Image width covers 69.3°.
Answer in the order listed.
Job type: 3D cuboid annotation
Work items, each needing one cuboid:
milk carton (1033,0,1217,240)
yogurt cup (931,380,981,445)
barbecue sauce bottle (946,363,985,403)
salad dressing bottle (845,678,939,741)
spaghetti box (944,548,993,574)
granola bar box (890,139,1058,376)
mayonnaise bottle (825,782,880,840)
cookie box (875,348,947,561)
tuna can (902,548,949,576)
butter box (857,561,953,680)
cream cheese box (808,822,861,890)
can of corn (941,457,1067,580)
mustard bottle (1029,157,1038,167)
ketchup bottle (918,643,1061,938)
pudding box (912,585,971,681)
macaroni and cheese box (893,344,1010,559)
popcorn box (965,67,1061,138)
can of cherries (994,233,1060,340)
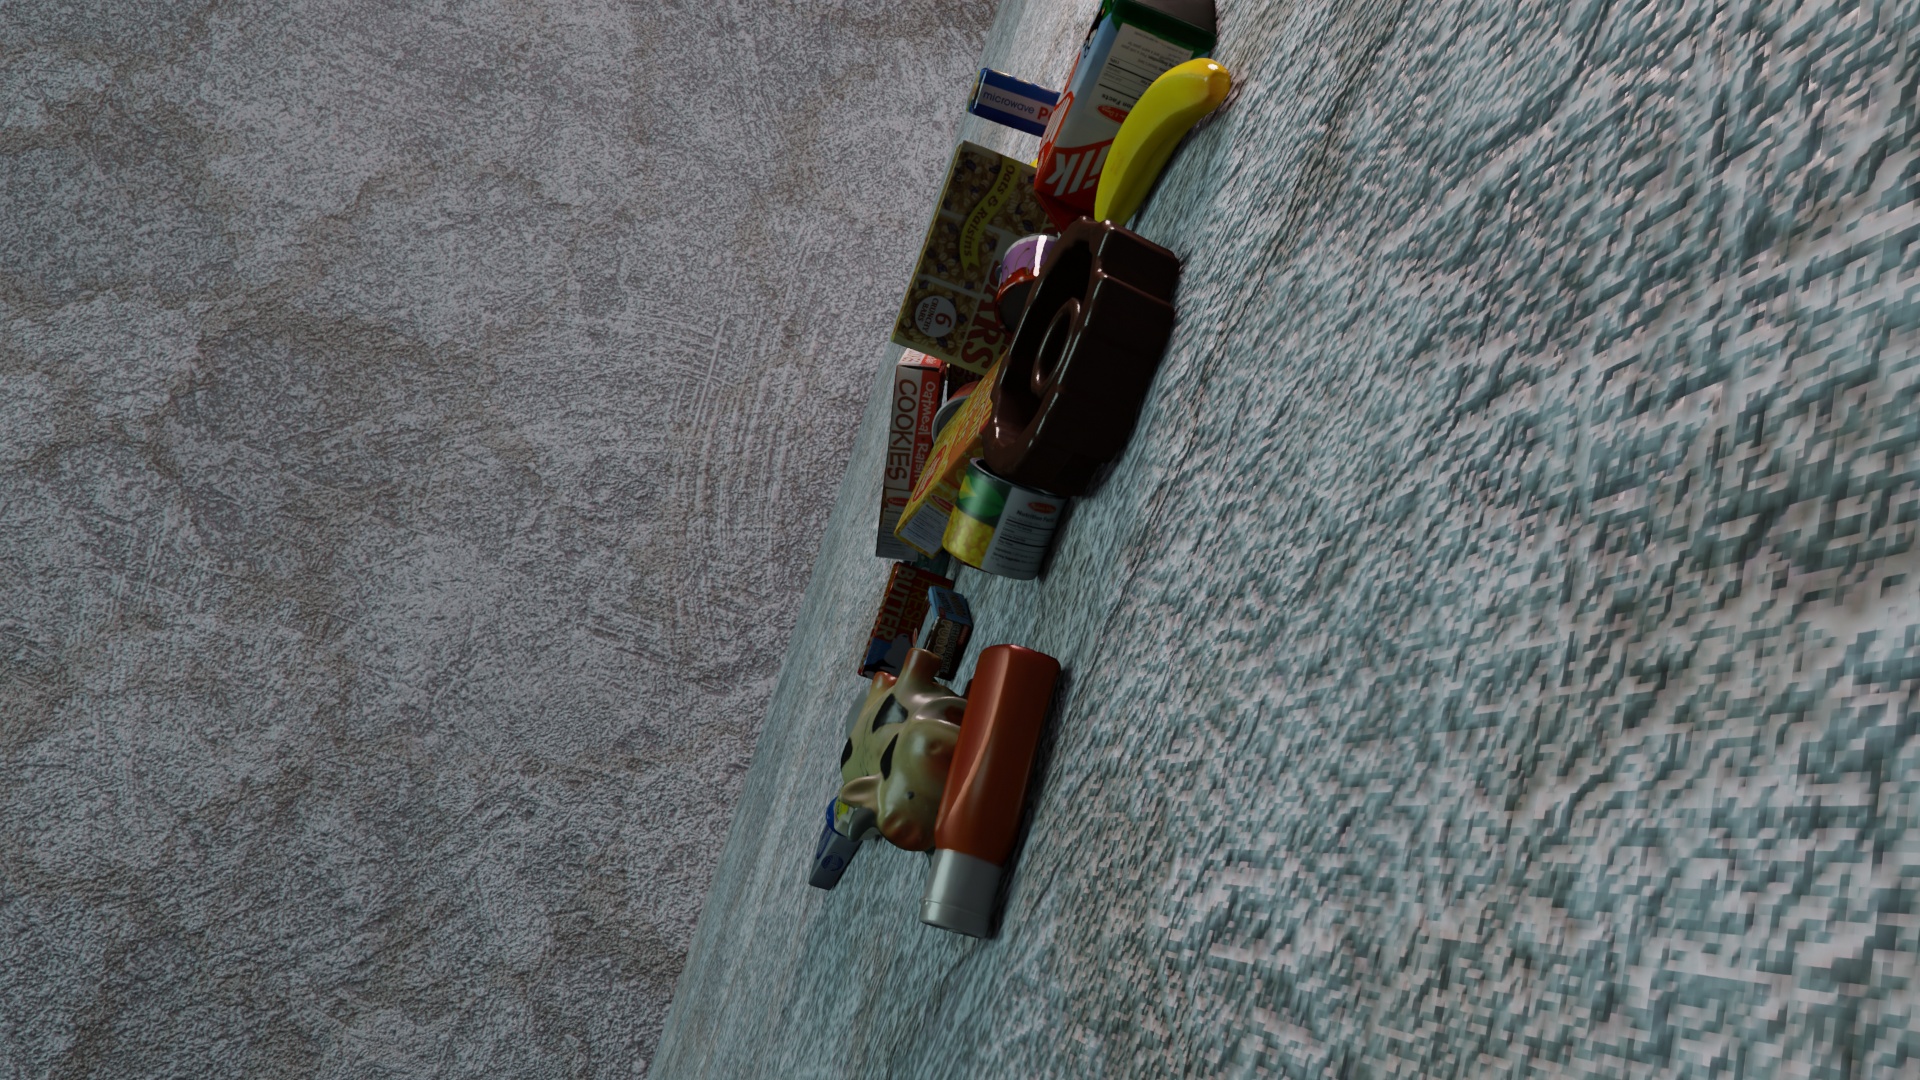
[{"bbox_3d":[0.105,-0.296,0.977,0.073,0.073,0.189,-81,13,-49],"label":"milk carton"},{"bbox_3d":[0.014,-0.098,1.152,0.054,0.072,0.072,-70,4,-60],"label":"yogurt cup"},{"bbox_3d":[0.015,-0.134,1.238,0.044,0.065,0.147,-25,-38,-45],"label":"barbecue sauce bottle"},{"bbox_3d":[-0.054,0.140,1.121,0.147,0.044,0.064,136,131,-63],"label":"salad dressing bottle"},{"bbox_3d":[0.004,-0.014,1.143,0.250,0.029,0.050,-142,71,-81],"label":"spaghetti box"},{"bbox_3d":[0.029,-0.214,1.101,0.039,0.124,0.165,-130,59,-80],"label":"granola bar box"},{"bbox_3d":[-0.079,0.213,1.129,0.147,0.041,0.065,129,156,-64],"label":"mayonnaise bottle"},{"bbox_3d":[-0.042,-0.079,1.214,0.123,0.040,0.167,-84,2,-76],"label":"cookie box"},{"bbox_3d":[-0.036,0.031,1.277,0.071,0.033,0.071,-159,88,-81],"label":"tuna can"},{"bbox_3d":[-0.047,0.074,1.186,0.024,0.053,0.103,167,122,-77],"label":"butter box"},{"bbox_3d":[-0.109,0.268,1.251,0.103,0.024,0.054,118,167,-46],"label":"cream cheese box"},{"bbox_3d":[0.026,-0.015,0.883,0.071,0.071,0.058,-106,36,-75],"label":"can of corn"},{"bbox_3d":[0.063,-0.268,1.256,0.065,0.049,0.161,128,159,-65],"label":"mustard bottle"},{"bbox_3d":[0.014,0.131,0.734,0.064,0.043,0.149,132,156,-70],"label":"ketchup bottle"},{"bbox_3d":[-0.015,0.071,1.079,0.084,0.030,0.049,-108,37,-76],"label":"pudding box"},{"bbox_3d":[0.018,-0.078,1.031,0.165,0.040,0.124,-48,15,47],"label":"macaroni and cheese box"},{"bbox_3d":[0.070,-0.343,1.118,0.085,0.127,0.038,-100,27,-73],"label":"popcorn box"},{"bbox_3d":[0.058,-0.186,1.043,0.071,0.071,0.059,118,166,-46],"label":"can of cherries"}]
